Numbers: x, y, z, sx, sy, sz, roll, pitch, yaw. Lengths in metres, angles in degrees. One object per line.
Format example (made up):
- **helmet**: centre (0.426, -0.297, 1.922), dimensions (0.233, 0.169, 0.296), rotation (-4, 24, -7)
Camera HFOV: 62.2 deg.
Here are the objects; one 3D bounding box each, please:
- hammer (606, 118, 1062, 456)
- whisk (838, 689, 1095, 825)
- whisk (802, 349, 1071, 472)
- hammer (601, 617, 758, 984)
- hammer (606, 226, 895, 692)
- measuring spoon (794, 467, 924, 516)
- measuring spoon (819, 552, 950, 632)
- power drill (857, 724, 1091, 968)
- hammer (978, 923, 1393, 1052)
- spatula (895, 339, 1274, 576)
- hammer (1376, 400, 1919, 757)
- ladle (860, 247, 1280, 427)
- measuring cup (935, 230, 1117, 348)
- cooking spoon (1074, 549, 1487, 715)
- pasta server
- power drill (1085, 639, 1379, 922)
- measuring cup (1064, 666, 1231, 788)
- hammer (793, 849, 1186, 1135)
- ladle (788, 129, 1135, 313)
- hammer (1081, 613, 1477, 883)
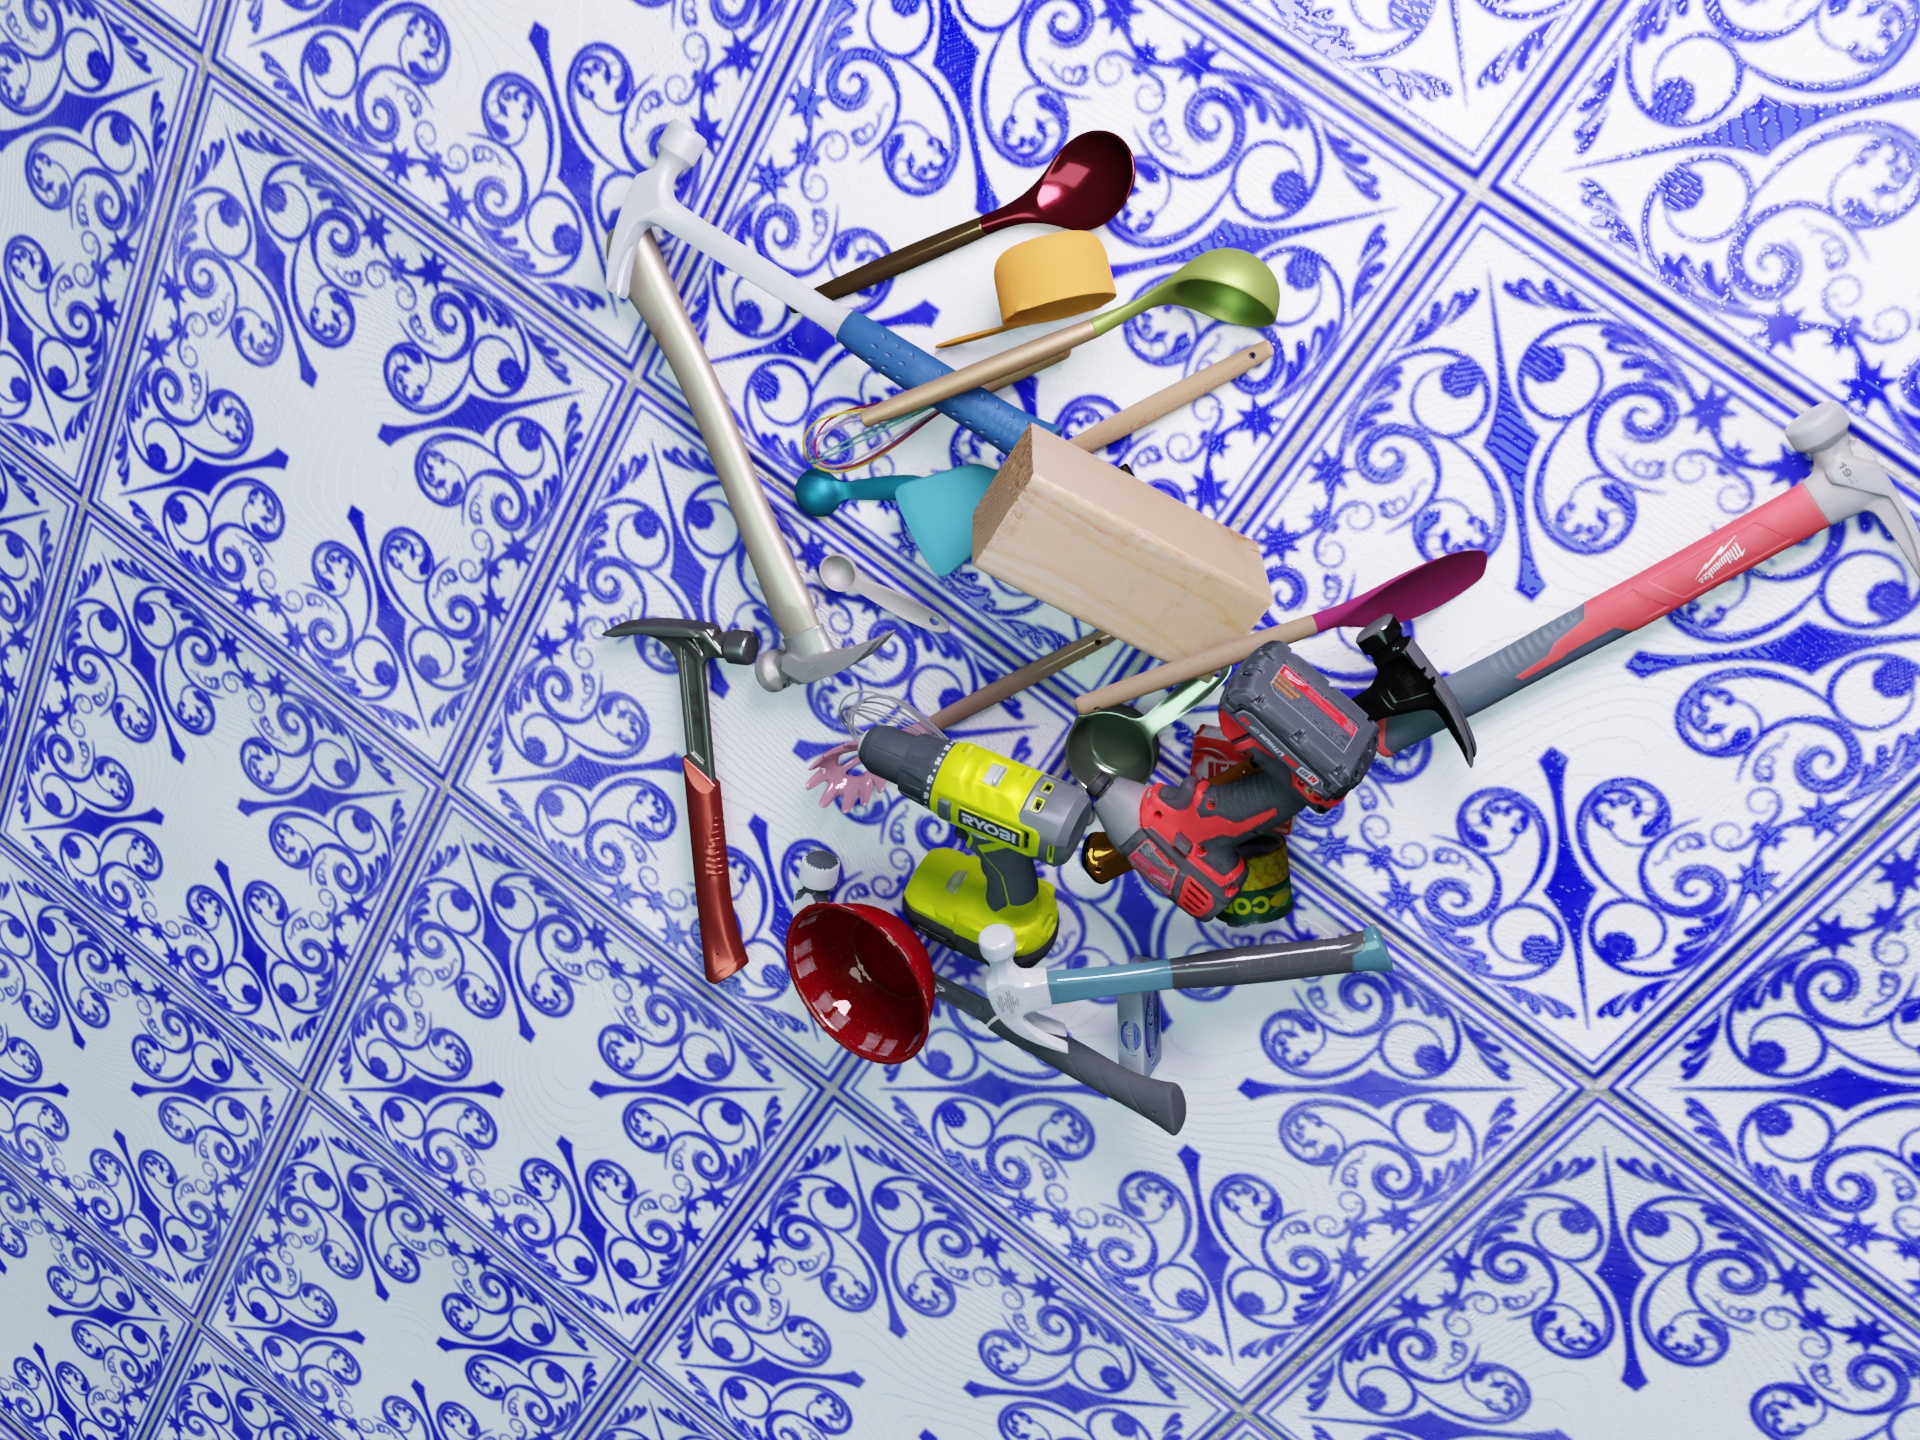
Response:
- **hammer**: centre (-0.102, -0.310, 1.248), dimensions (0.405, 0.035, 0.144), rotation (34, 99, 10)
- **whisk**: centre (0.007, 0.036, 1.345), dimensions (0.239, 0.055, 0.055), rotation (24, 118, -7)
- **whisk**: centre (-0.024, -0.255, 1.272), dimensions (0.245, 0.051, 0.047), rotation (-20, 96, 24)
- **hammer**: centre (-0.249, 0.080, 1.496), dimensions (0.149, 0.037, 0.359), rotation (6, 111, 21)
- **hammer**: centre (-0.189, -0.227, 1.341), dimensions (0.146, 0.038, 0.410), rotation (-16, 101, 40)
- **measuring spoon**: centre (-0.085, -0.192, 1.331), dimensions (0.128, 0.021, 0.042), rotation (0, 110, 24)
- **measuring spoon**: centre (-0.063, -0.108, 1.362), dimensions (0.124, 0.018, 0.034), rotation (28, 122, 3)
- **power drill**: centre (0.007, 0.101, 1.317), dimensions (0.190, 0.080, 0.228), rotation (22, 145, 17)
- **hammer**: centre (0.186, 0.205, 1.304), dimensions (0.331, 0.033, 0.128), rotation (-7, 124, 4)
- **spatula**: centre (0.098, -0.214, 1.236), dimensions (0.317, 0.044, 0.082), rotation (-25, 95, 27)
- **hammer**: centre (0.474, -0.062, 1.142), dimensions (0.386, 0.038, 0.143), rotation (-33, 96, 29)
- **ladle**: centre (0.077, -0.268, 1.170), dimensions (0.320, 0.078, 0.062), rotation (-19, 77, 12)
- **measuring cup**: centre (0.038, -0.326, 1.208), dimensions (0.174, 0.095, 0.052), rotation (-6, 98, 45)
- **cooking spoon**: centre (0.235, -0.063, 1.169), dimensions (0.319, 0.068, 0.017), rotation (-20, 59, 1)
- **pasta server**: centre (-0.002, -0.004, 1.361), dimensions (0.316, 0.040, 0.060), rotation (-27, 110, 27)
- **power drill**: centre (0.193, 0.048, 1.188), dimensions (0.143, 0.078, 0.219), rotation (41, 133, 2)
- **measuring cup**: centre (0.159, -0.003, 1.296), dimensions (0.167, 0.038, 0.083), rotation (-39, 92, 27)
- **hammer**: centre (0.016, 0.262, 1.422), dimensions (0.409, 0.036, 0.149), rotation (24, 120, 23)
- **ladle**: centre (-0.004, -0.371, 1.227), dimensions (0.315, 0.031, 0.069), rotation (-14, 88, 28)
- **hammer**: centre (0.232, 0.051, 1.247), dimensions (0.337, 0.034, 0.127), rotation (-34, 97, 32)
